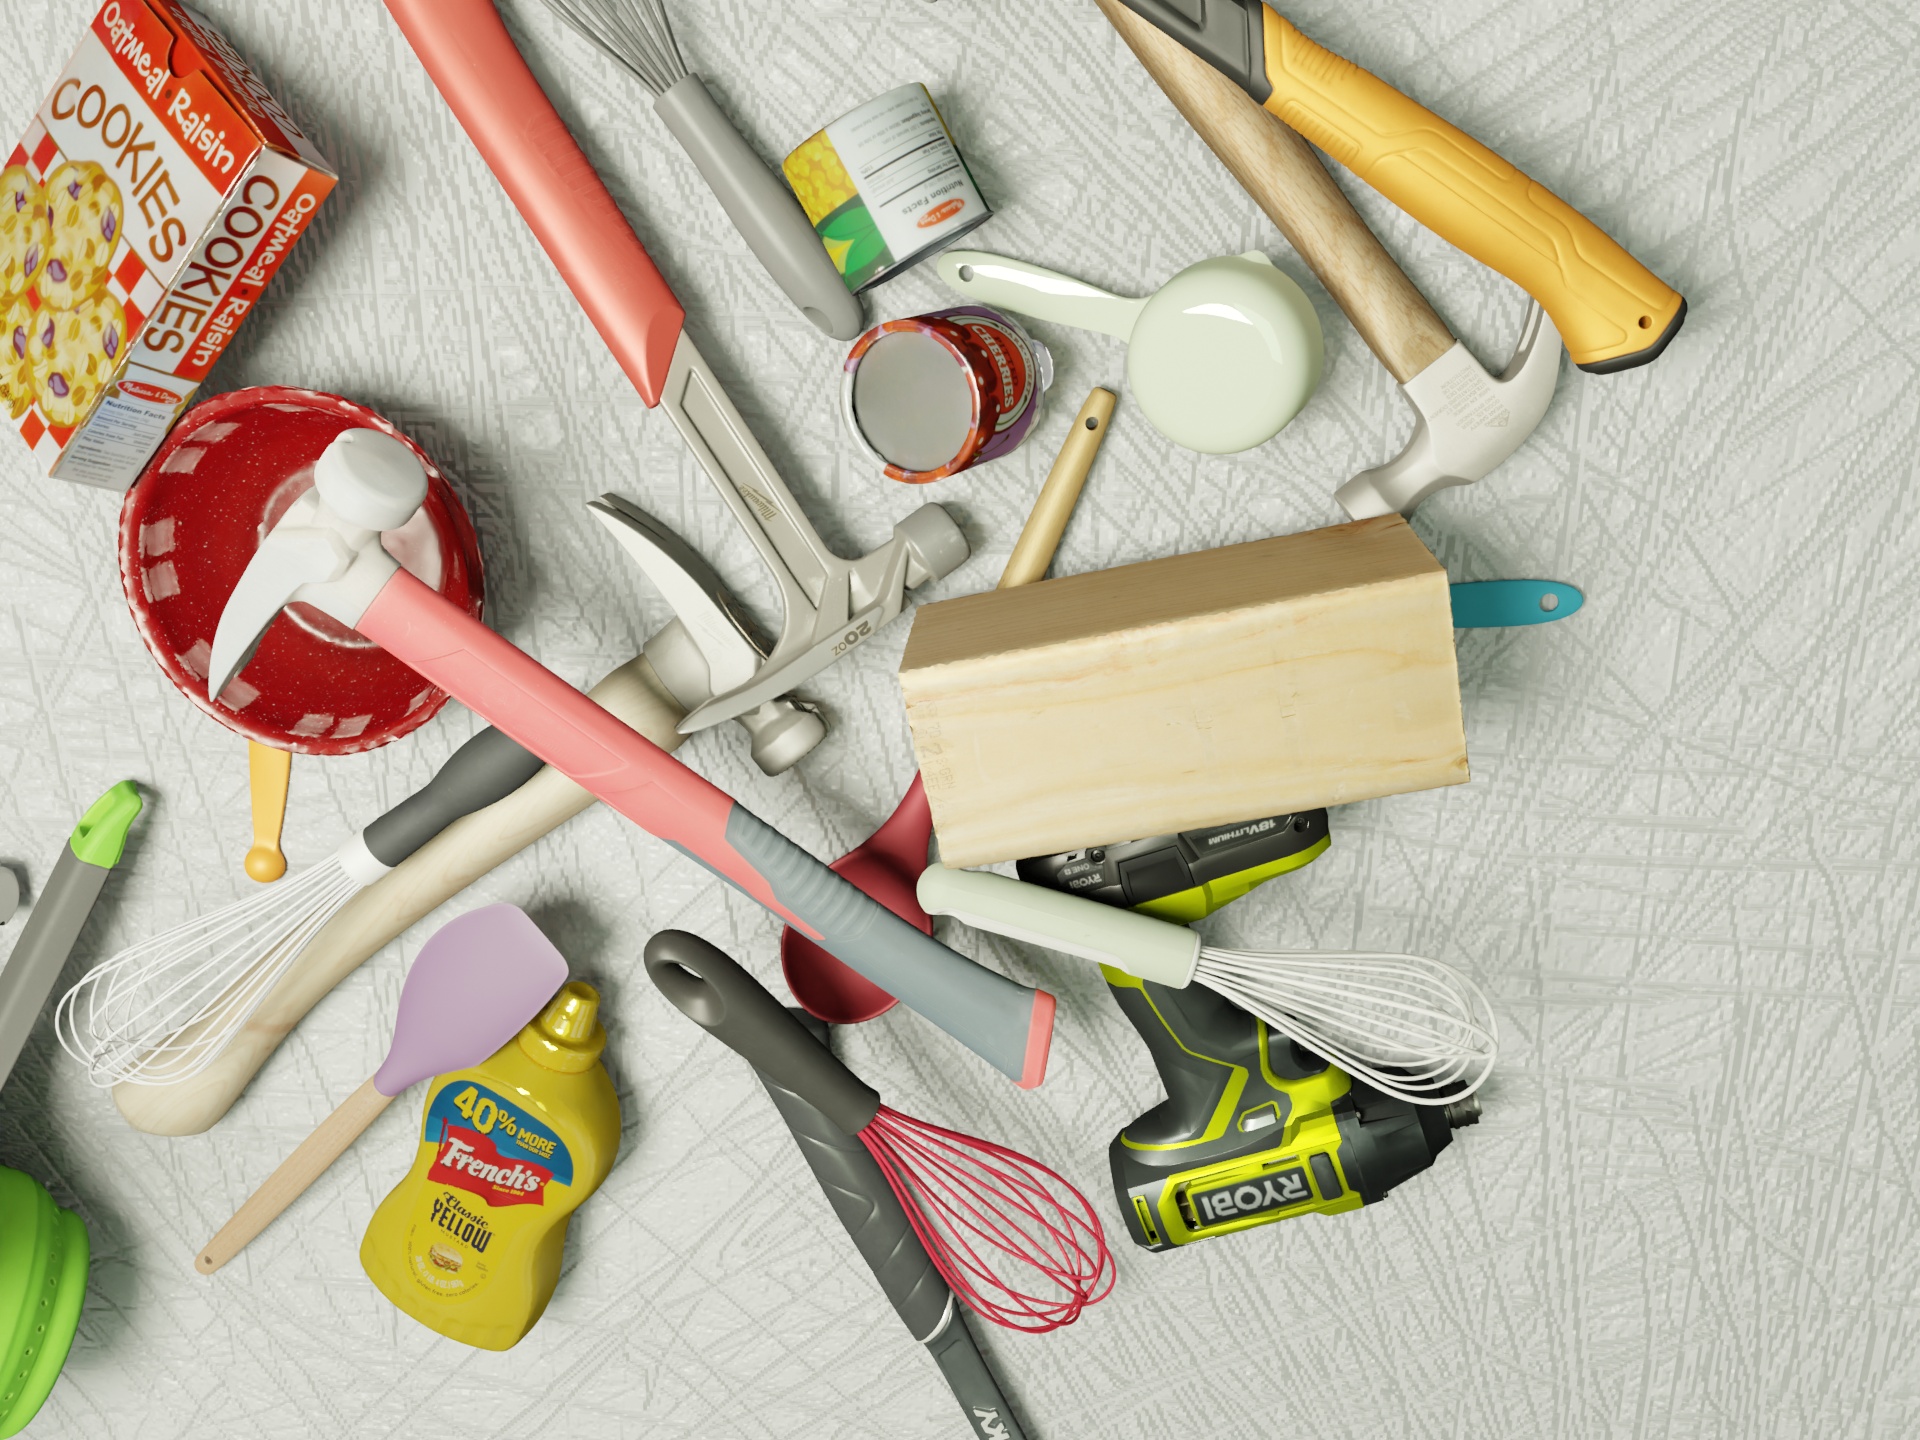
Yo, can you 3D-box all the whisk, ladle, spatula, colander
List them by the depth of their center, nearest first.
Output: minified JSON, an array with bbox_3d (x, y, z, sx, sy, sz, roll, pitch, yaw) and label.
[{"bbox_3d":[-0.112,-0.254,0.641,0.055,0.055,0.238,-34,106,13],"label":"whisk"},{"bbox_3d":[0.101,0.101,0.649,0.246,0.057,0.059,16,76,1],"label":"whisk"},{"bbox_3d":[-0.291,0.078,0.714,0.284,0.070,0.070,-35,101,9],"label":"whisk"},{"bbox_3d":[-0.001,-0.002,0.717,0.069,0.031,0.315,23,105,-5],"label":"ladle"},{"bbox_3d":[-0.032,0.188,0.718,0.073,0.073,0.295,-39,113,14],"label":"whisk"},{"bbox_3d":[-0.295,0.189,0.776,0.060,0.018,0.316,48,114,2],"label":"spatula"},{"bbox_3d":[-0.462,0.220,0.783,0.094,0.205,0.397,26,92,-39],"label":"colander"}]

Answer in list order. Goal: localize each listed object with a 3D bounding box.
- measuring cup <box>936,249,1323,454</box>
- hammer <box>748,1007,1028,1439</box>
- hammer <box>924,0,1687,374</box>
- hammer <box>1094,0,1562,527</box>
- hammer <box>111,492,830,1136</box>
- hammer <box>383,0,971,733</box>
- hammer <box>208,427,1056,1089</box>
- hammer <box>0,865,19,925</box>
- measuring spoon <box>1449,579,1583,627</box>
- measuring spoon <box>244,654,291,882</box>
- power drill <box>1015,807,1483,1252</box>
[{"bbox_3d":[0.062,-0.159,0.643,0.167,0.038,0.083,20,122,11],"label":"measuring cup"},{"bbox_3d":[-0.008,0.320,0.810,0.149,0.036,0.408,-24,103,12],"label":"hammer"},{"bbox_3d":[0.136,-0.245,0.597,0.337,0.034,0.127,34,108,-5],"label":"hammer"},{"bbox_3d":[0.120,-0.234,0.636,0.130,0.031,0.331,-39,100,14],"label":"hammer"},{"bbox_3d":[-0.262,0.066,0.753,0.410,0.038,0.146,-36,99,14],"label":"hammer"},{"bbox_3d":[-0.150,-0.175,0.656,0.149,0.037,0.359,-35,99,-9],"label":"hammer"},{"bbox_3d":[-0.120,0.048,0.663,0.386,0.038,0.143,37,125,-16],"label":"hammer"},{"bbox_3d":[-0.526,-0.064,0.732,0.146,0.035,0.334,5,106,6],"label":"hammer"},{"bbox_3d":[0.205,-0.047,0.689,0.128,0.021,0.042,-3,107,6],"label":"measuring spoon"},{"bbox_3d":[-0.331,0.025,0.758,0.021,0.011,0.117,10,107,1],"label":"measuring spoon"},{"bbox_3d":[0.129,0.127,0.722,0.171,0.080,0.223,-18,108,10],"label":"power drill"}]
